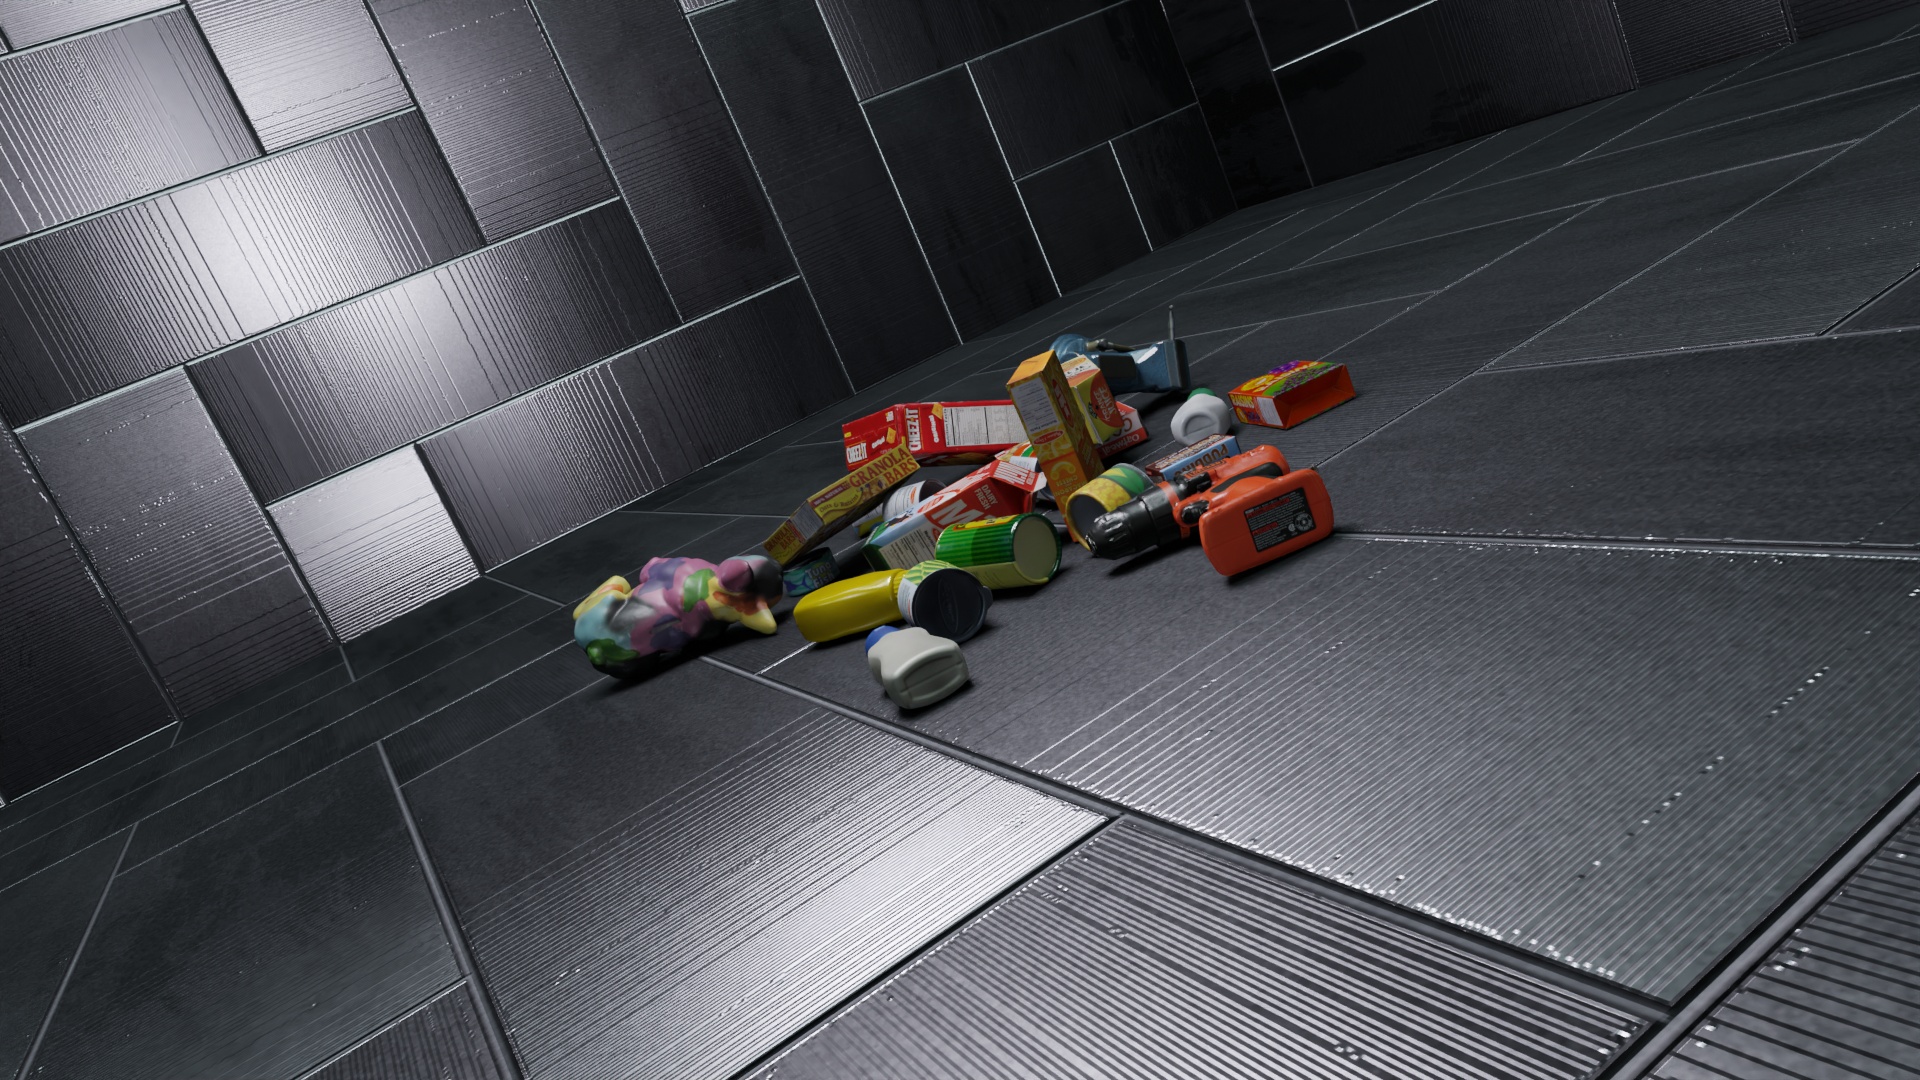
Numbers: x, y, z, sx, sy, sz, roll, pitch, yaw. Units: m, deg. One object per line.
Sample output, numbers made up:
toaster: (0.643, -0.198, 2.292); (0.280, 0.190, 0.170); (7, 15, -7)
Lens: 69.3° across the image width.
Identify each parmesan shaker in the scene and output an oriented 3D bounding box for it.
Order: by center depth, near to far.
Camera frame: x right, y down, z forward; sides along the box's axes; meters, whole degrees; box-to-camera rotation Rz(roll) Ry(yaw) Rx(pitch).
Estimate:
parmesan shaker: (0.037, 0.013, 1.269); (0.103, 0.071, 0.071); (-9, 19, 48)

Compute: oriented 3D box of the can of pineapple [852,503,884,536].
can of pineapple: (-0.117, -0.046, 1.782); (0.058, 0.071, 0.071); (-24, 12, 1)

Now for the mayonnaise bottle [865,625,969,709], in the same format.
mayonnaise bottle: (-0.043, 0.097, 1.117); (0.065, 0.041, 0.148); (-25, 11, -13)

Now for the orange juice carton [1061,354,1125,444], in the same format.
orange juice carton: (0.134, -0.157, 1.586); (0.073, 0.071, 0.193); (-24, 14, 3)

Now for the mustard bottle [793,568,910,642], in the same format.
mustard bottle: (-0.083, 0.058, 1.329); (0.160, 0.048, 0.065); (-15, 14, 31)

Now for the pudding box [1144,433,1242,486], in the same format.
pudding box: (0.228, -0.074, 1.356); (0.084, 0.030, 0.050); (-26, 13, -8)

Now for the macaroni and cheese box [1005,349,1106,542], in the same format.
macaroni and cheese box: (0.100, -0.094, 1.357); (0.040, 0.166, 0.124); (-21, 12, 16)

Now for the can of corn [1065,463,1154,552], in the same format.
can of corn: (0.135, -0.028, 1.247); (0.058, 0.071, 0.071); (-32, 15, -32)

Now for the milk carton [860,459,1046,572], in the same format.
milk carton: (0.005, -0.017, 1.369); (0.190, 0.073, 0.072); (-29, 11, 15)

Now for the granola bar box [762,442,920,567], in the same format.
granola bar box: (-0.138, -0.040, 1.621); (0.166, 0.039, 0.123); (-35, -2, -41)

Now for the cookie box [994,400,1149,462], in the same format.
cookie box: (0.132, -0.112, 1.668); (0.167, 0.040, 0.123); (-25, 13, -1)

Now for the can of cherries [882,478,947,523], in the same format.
can of cherries: (-0.047, -0.031, 1.605); (0.058, 0.071, 0.072); (-16, 14, 35)

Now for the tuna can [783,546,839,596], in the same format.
tuna can: (-0.175, 0.036, 1.621); (0.071, 0.032, 0.071); (-23, 12, 5)

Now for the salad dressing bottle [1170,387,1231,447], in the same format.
salad dressing bottle: (0.265, -0.137, 1.524); (0.064, 0.044, 0.148); (-22, 11, 17)

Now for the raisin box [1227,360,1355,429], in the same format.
raisin box: (0.345, -0.154, 1.458); (0.086, 0.040, 0.123); (-26, 12, -6)

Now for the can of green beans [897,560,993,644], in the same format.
can of green beans: (-0.016, 0.052, 1.192); (0.071, 0.071, 0.058); (-26, 12, -11)

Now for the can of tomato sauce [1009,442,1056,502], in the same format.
can of tomato sauce: (0.098, -0.076, 1.519); (0.071, 0.071, 0.083); (-27, 12, -15)
